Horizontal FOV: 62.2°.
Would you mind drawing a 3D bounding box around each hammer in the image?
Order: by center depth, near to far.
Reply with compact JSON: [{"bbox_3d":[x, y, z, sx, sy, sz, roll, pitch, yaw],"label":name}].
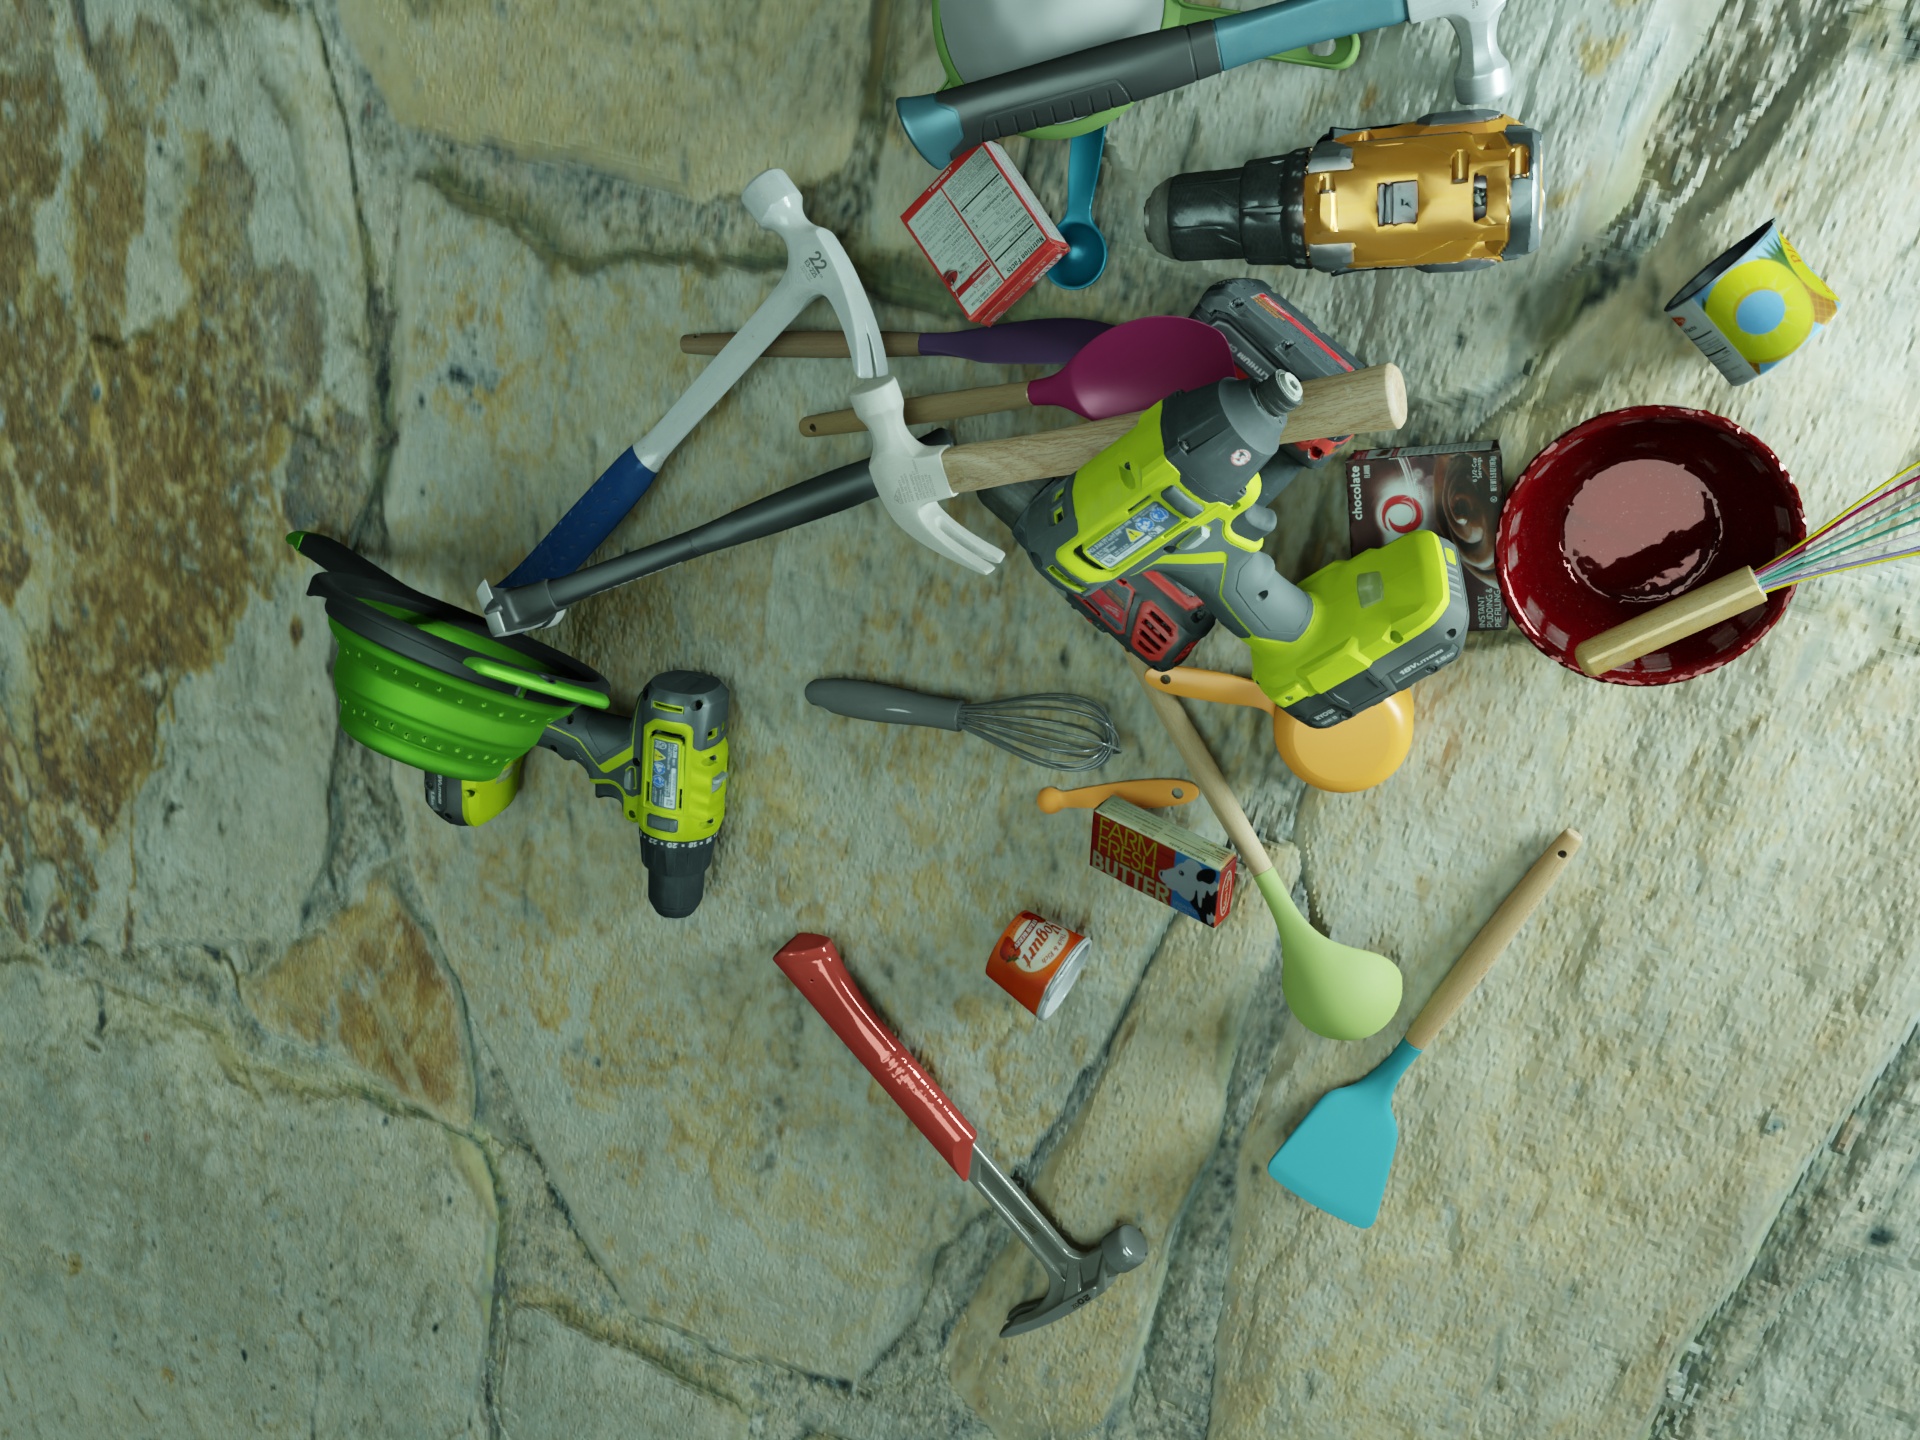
[{"bbox_3d":[0.128,-0.366,0.875,0.331,0.033,0.128,-12,121,11],"label":"hammer"},{"bbox_3d":[0.092,-0.159,0.925,0.331,0.031,0.130,-4,119,31],"label":"hammer"},{"bbox_3d":[-0.160,-0.124,1.051,0.335,0.146,0.035,-19,95,5],"label":"hammer"},{"bbox_3d":[-0.209,-0.183,1.099,0.405,0.035,0.144,-39,83,32],"label":"hammer"},{"bbox_3d":[-0.023,0.313,1.227,0.149,0.037,0.359,-40,92,27],"label":"hammer"}]

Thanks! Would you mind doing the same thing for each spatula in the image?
[{"bbox_3d":[-0.047,-0.246,1.034,0.316,0.060,0.018,5,132,24],"label":"spatula"},{"bbox_3d":[0.317,0.201,1.055,0.082,0.044,0.317,30,115,5],"label":"spatula"}]

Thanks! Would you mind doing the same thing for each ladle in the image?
[{"bbox_3d":[0.193,0.074,1.065,0.078,0.062,0.320,-31,89,32],"label":"ladle"}]

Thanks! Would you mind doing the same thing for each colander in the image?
[{"bbox_3d":[-0.402,-0.046,1.125,0.397,0.204,0.094,26,95,43],"label":"colander"}]

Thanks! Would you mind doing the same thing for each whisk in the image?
[{"bbox_3d":[0.447,-0.080,0.845,0.245,0.051,0.047,-28,103,30],"label":"whisk"},{"bbox_3d":[-0.002,-0.003,1.102,0.239,0.055,0.055,9,112,21],"label":"whisk"}]

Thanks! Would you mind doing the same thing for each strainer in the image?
[{"bbox_3d":[0.096,-0.403,0.901,0.256,0.069,0.151,15,108,14],"label":"strainer"}]

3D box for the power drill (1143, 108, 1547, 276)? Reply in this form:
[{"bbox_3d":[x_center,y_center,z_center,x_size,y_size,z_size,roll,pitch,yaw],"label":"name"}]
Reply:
[{"bbox_3d":[0.206,-0.269,0.825,0.185,0.226,0.084,2,109,20],"label":"power drill"}]

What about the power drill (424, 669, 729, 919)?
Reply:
[{"bbox_3d":[-0.286,0.044,1.207,0.228,0.080,0.190,12,111,13],"label":"power drill"}]

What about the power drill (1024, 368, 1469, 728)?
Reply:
[{"bbox_3d":[0.171,-0.094,0.878,0.223,0.080,0.171,29,136,-30],"label":"power drill"}]

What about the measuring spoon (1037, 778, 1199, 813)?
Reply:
[{"bbox_3d":[0.107,0.054,1.098,0.117,0.011,0.021,-5,107,22],"label":"measuring spoon"}]

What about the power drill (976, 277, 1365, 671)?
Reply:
[{"bbox_3d":[0.123,-0.163,0.982,0.188,0.080,0.226,43,121,8],"label":"power drill"}]

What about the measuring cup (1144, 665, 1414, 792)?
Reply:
[{"bbox_3d":[0.200,-0.006,1.009,0.173,0.052,0.095,11,113,8],"label":"measuring cup"}]

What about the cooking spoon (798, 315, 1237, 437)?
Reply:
[{"bbox_3d":[0.024,-0.199,0.981,0.319,0.017,0.068,-1,118,35],"label":"cooking spoon"}]

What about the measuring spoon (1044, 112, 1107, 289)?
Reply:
[{"bbox_3d":[0.078,-0.329,0.974,0.042,0.021,0.128,12,103,21],"label":"measuring spoon"}]
